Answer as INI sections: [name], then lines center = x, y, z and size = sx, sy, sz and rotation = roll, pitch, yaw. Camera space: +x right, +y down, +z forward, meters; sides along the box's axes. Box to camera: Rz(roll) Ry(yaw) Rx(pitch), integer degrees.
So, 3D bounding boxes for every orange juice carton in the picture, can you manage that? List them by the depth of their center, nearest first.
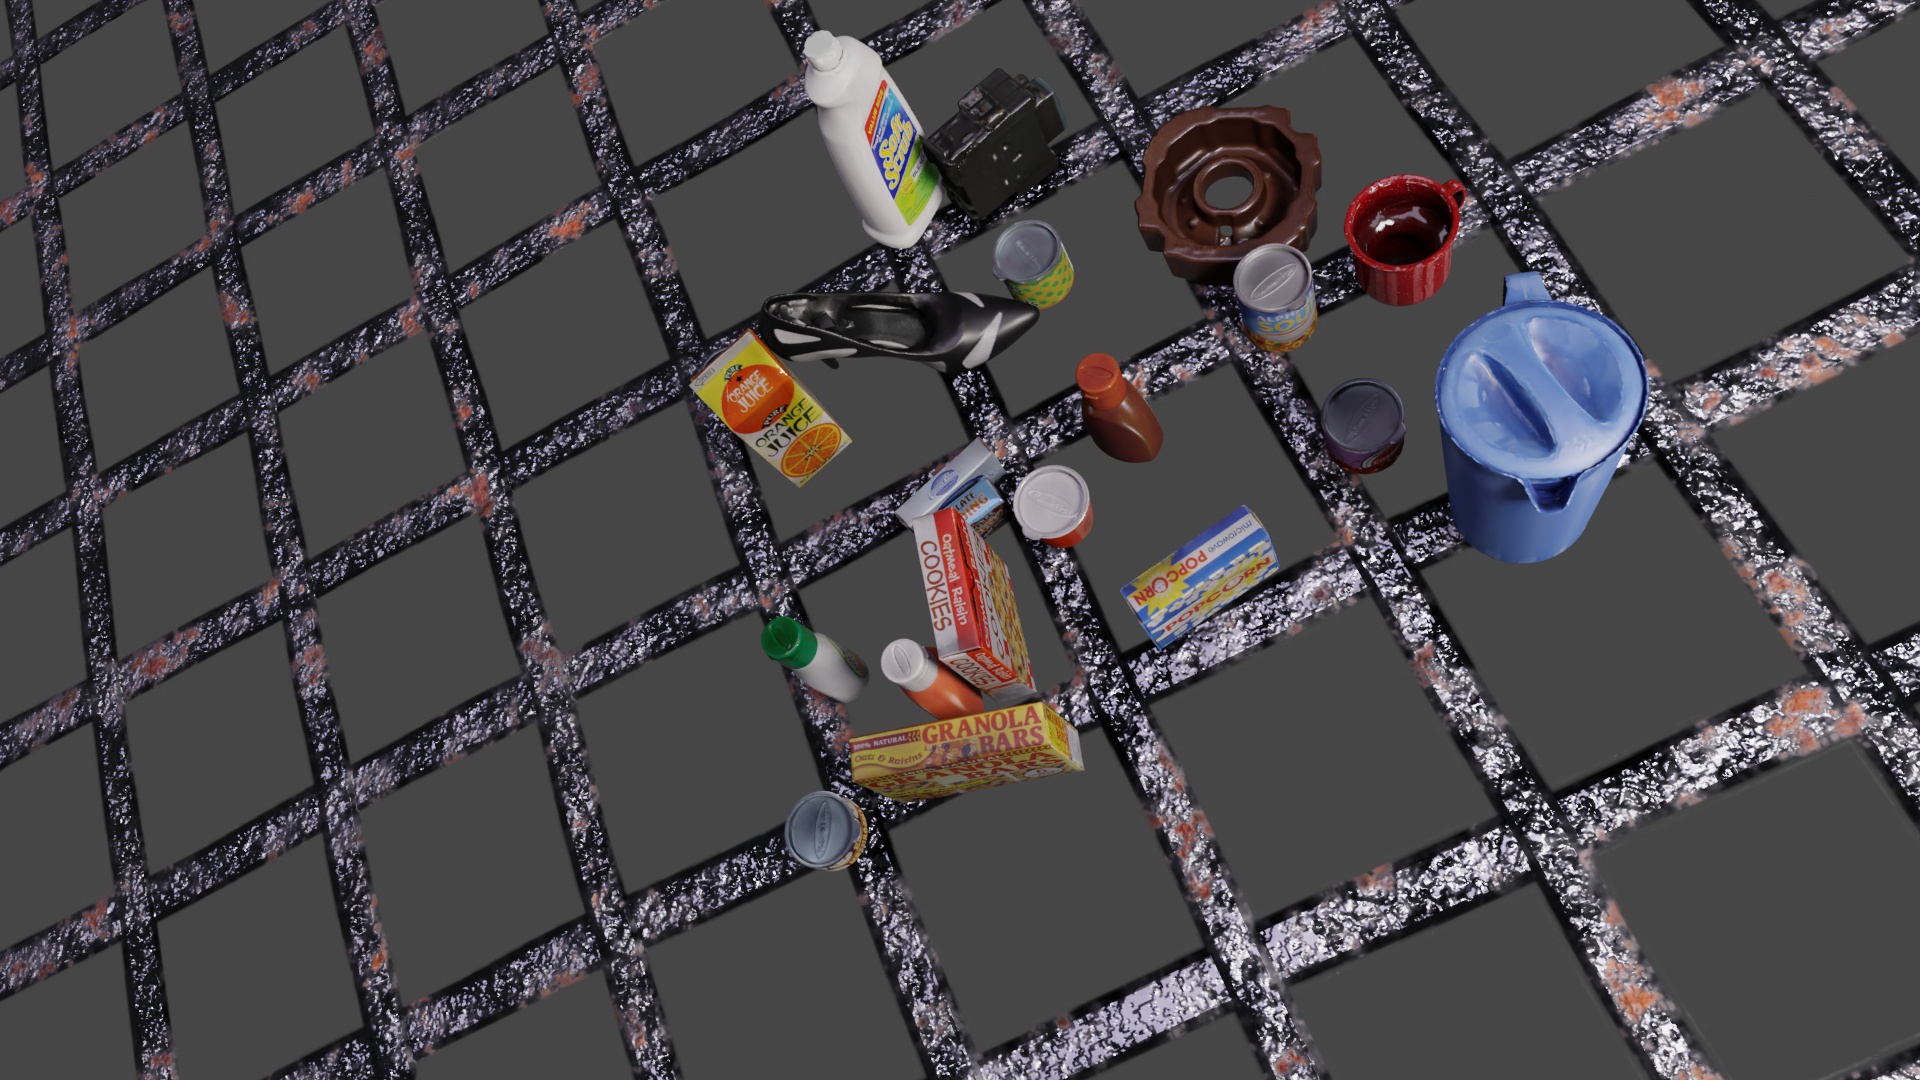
[orange juice carton]
center = -0.179, -0.127, 1.276
size = 0.072, 0.192, 0.073
rotation = -42, 65, 1

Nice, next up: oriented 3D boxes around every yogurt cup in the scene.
[yogurt cup]
center = 0.086, -0.027, 1.232
size = 0.072, 0.054, 0.072
rotation = -6, 70, 16

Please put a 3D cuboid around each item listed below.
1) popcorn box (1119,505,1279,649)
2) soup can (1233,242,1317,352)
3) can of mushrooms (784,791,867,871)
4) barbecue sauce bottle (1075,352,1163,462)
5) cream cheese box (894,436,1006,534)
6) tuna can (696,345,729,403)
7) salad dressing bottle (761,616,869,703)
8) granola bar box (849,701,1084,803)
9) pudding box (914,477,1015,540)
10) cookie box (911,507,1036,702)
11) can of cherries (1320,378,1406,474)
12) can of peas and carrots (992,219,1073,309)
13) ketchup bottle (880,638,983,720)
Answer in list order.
[popcorn box]
center = 0.201, 0.032, 1.156
size = 0.126, 0.085, 0.038
rotation = -35, 65, 4
[soup can]
center = 0.279, -0.209, 1.217
size = 0.071, 0.083, 0.071
rotation = -6, 70, 16
[can of mushrooms]
center = -0.114, 0.254, 1.208
size = 0.071, 0.033, 0.071
rotation = -6, 70, 16
[barbecue sauce bottle]
center = 0.132, -0.113, 1.195
size = 0.065, 0.148, 0.044
rotation = 17, 78, 23
[cream cheese box]
center = -0.008, -0.044, 1.269
size = 0.104, 0.053, 0.024
rotation = -42, 65, 0
[tuna can]
center = -0.228, -0.158, 1.392
size = 0.071, 0.032, 0.071
rotation = -6, 70, 16
[salad dressing bottle]
center = -0.126, 0.102, 1.203
size = 0.044, 0.147, 0.064
rotation = -43, 65, 0
[granola bar box]
center = 0.007, 0.176, 1.146
size = 0.165, 0.124, 0.039
rotation = -13, 68, 13
[pudding box]
center = 0.004, -0.016, 1.257
size = 0.083, 0.049, 0.030
rotation = -37, 65, 3
[cookie box]
center = 0.014, 0.057, 1.163
size = 0.040, 0.167, 0.123
rotation = -17, 67, 12
[can of cherries]
center = 0.341, -0.094, 1.170
size = 0.071, 0.058, 0.071
rotation = -6, 70, 16
[can of peas and carrots]
center = 0.068, -0.259, 1.317
size = 0.071, 0.058, 0.071
rotation = -6, 70, 16
[ketchup bottle]
center = -0.024, 0.117, 1.164
size = 0.043, 0.148, 0.065
rotation = -31, 65, 6
